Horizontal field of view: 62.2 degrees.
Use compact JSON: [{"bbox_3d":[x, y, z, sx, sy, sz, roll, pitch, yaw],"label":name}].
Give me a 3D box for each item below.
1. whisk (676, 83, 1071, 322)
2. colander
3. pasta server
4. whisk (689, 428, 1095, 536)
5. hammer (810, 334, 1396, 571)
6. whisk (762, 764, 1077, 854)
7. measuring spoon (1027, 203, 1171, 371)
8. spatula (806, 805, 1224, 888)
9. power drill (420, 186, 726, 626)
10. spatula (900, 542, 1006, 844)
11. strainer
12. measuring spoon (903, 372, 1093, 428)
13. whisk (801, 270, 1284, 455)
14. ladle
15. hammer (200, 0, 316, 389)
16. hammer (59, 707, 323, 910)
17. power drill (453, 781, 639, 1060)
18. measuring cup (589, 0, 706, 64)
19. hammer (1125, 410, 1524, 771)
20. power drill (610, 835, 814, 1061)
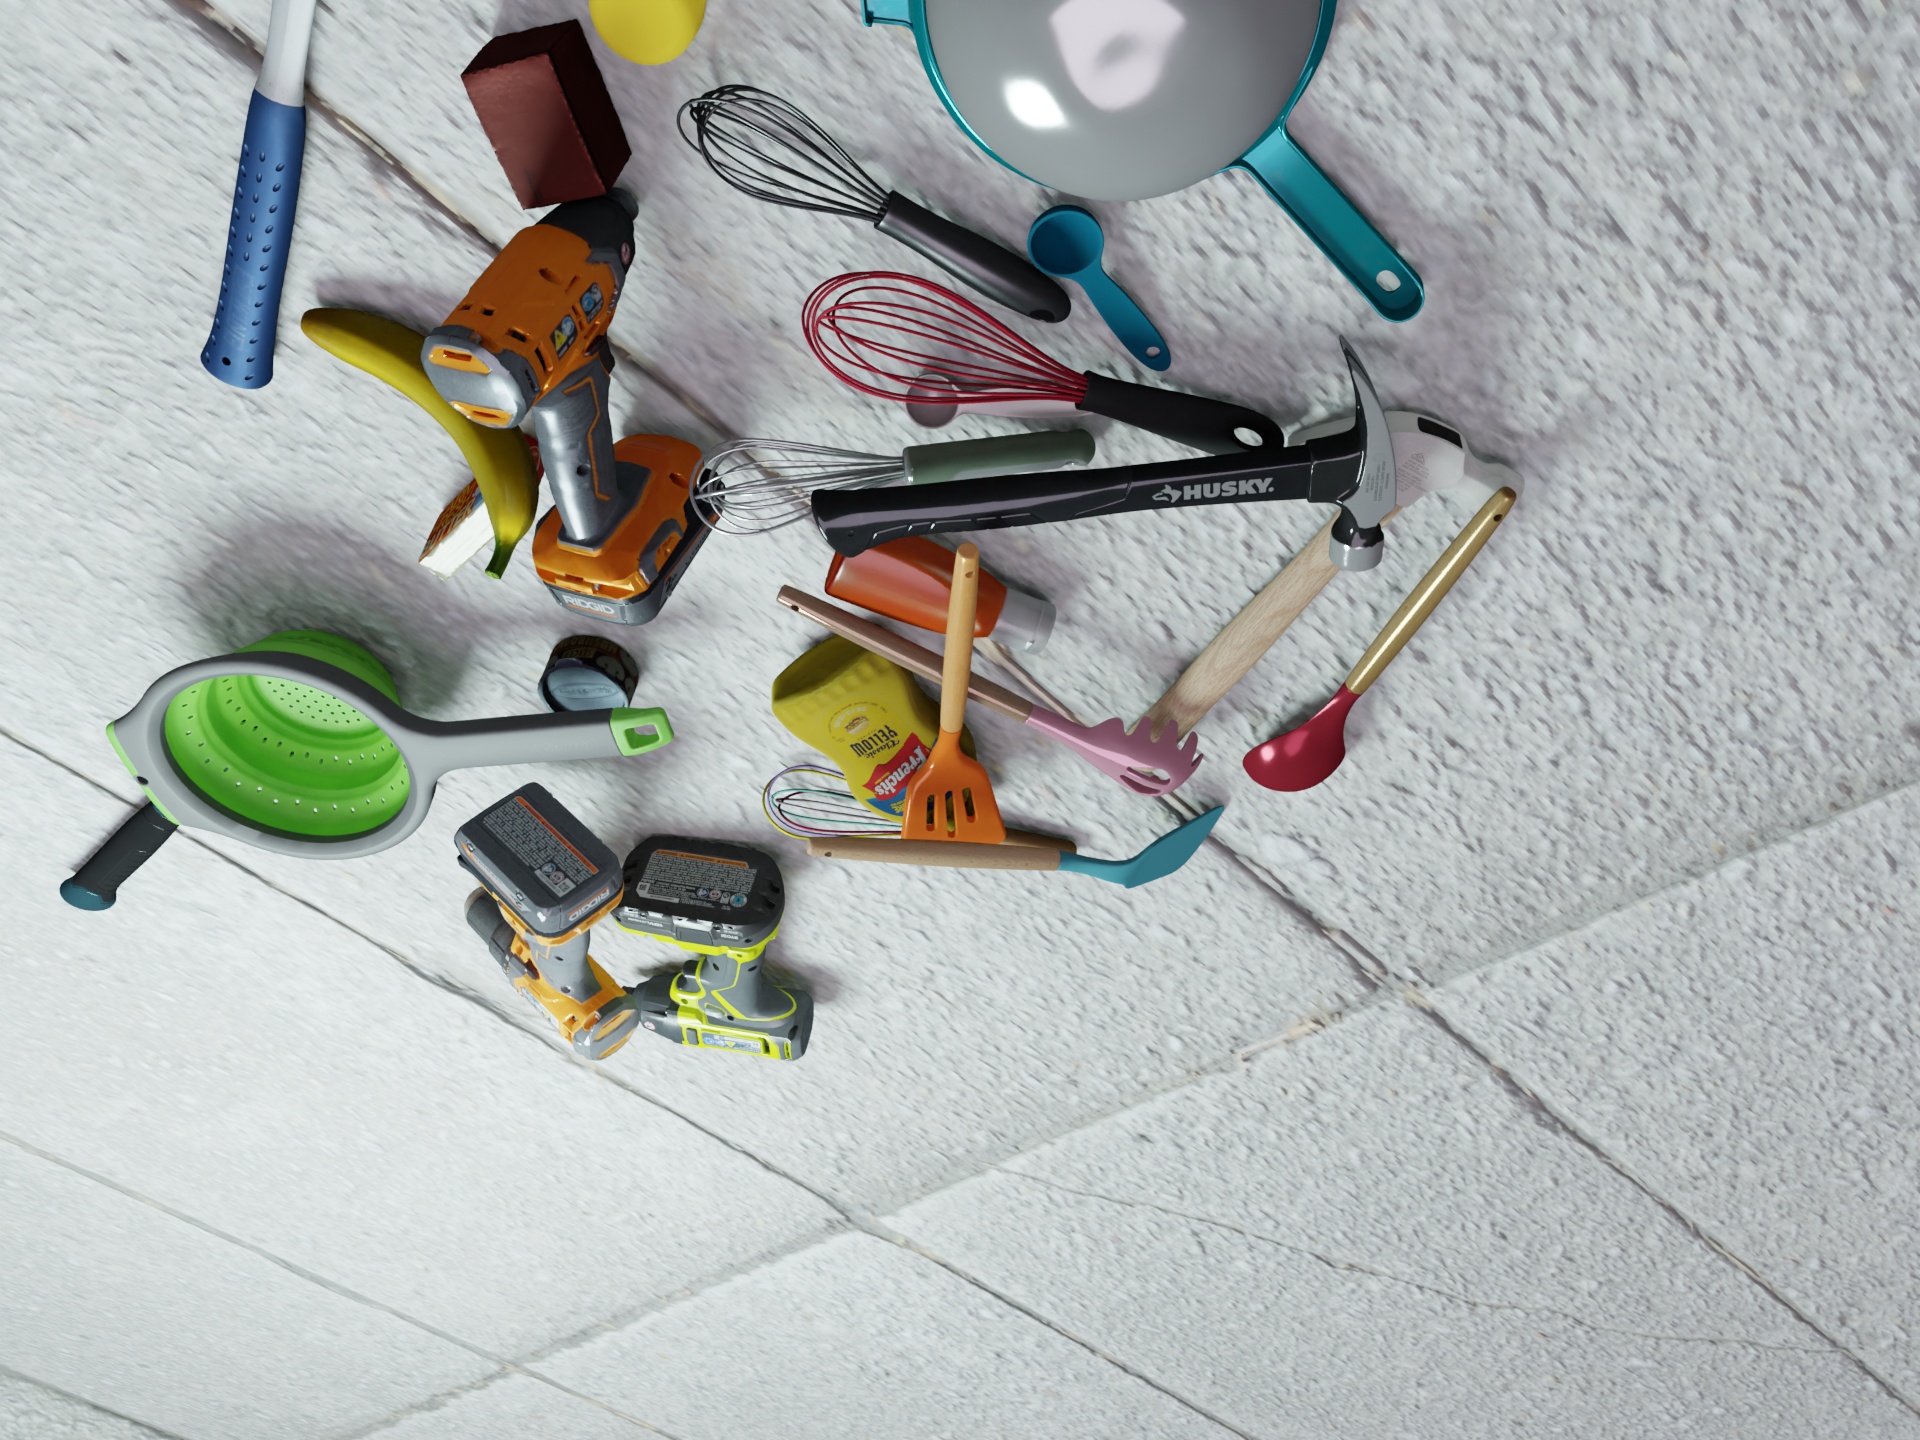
[{"bbox_3d":[-0.042,-0.274,0.863,0.238,0.055,0.055,23,133,-21],"label":"whisk"},{"bbox_3d":[-0.394,-0.005,1.142,0.397,0.095,0.204,-5,134,8],"label":"colander"},{"bbox_3d":[0.023,-0.022,1.071,0.316,0.040,0.060,25,133,-12],"label":"pasta server"},{"bbox_3d":[-0.039,-0.150,0.955,0.246,0.059,0.058,-7,179,-5],"label":"whisk"},{"bbox_3d":[0.081,-0.136,0.913,0.335,0.035,0.146,-5,135,3],"label":"hammer"},{"bbox_3d":[-0.031,0.083,1.211,0.245,0.047,0.051,12,137,-9],"label":"whisk"},{"bbox_3d":[0.083,-0.244,0.898,0.042,0.021,0.128,-25,135,27],"label":"measuring spoon"},{"bbox_3d":[0.043,0.091,1.147,0.317,0.044,0.082,5,139,-20],"label":"spatula"},{"bbox_3d":[-0.208,-0.181,0.913,0.084,0.164,0.226,14,147,19],"label":"power drill"},{"bbox_3d":[-0.002,-0.003,1.035,0.081,0.041,0.322,-11,149,-10],"label":"spatula"},{"bbox_3d":[0.122,-0.295,0.783,0.340,0.095,0.211,37,128,-24],"label":"strainer"},{"bbox_3d":[0.028,-0.194,0.955,0.124,0.018,0.034,0,121,-1],"label":"measuring spoon"},{"bbox_3d":[0.052,-0.195,0.916,0.295,0.073,0.073,13,135,-14],"label":"whisk"},{"bbox_3d":[0.270,-0.039,1.034,0.069,0.031,0.315,8,141,-15],"label":"ladle"},{"bbox_3d":[-0.356,-0.340,0.847,0.144,0.035,0.405,22,133,-13],"label":"hammer"},{"bbox_3d":[-0.651,0.079,1.299,0.128,0.033,0.331,37,128,-27],"label":"hammer"},{"bbox_3d":[-0.334,0.148,1.246,0.185,0.084,0.226,38,145,24],"label":"power drill"},{"bbox_3d":[-0.115,-0.370,0.787,0.156,0.029,0.062,-12,131,21],"label":"measuring cup"},{"bbox_3d":[0.201,-0.072,1.034,0.130,0.031,0.331,25,133,-16],"label":"hammer"},{"bbox_3d":[-0.216,0.199,1.328,0.171,0.080,0.223,8,137,6],"label":"power drill"}]
